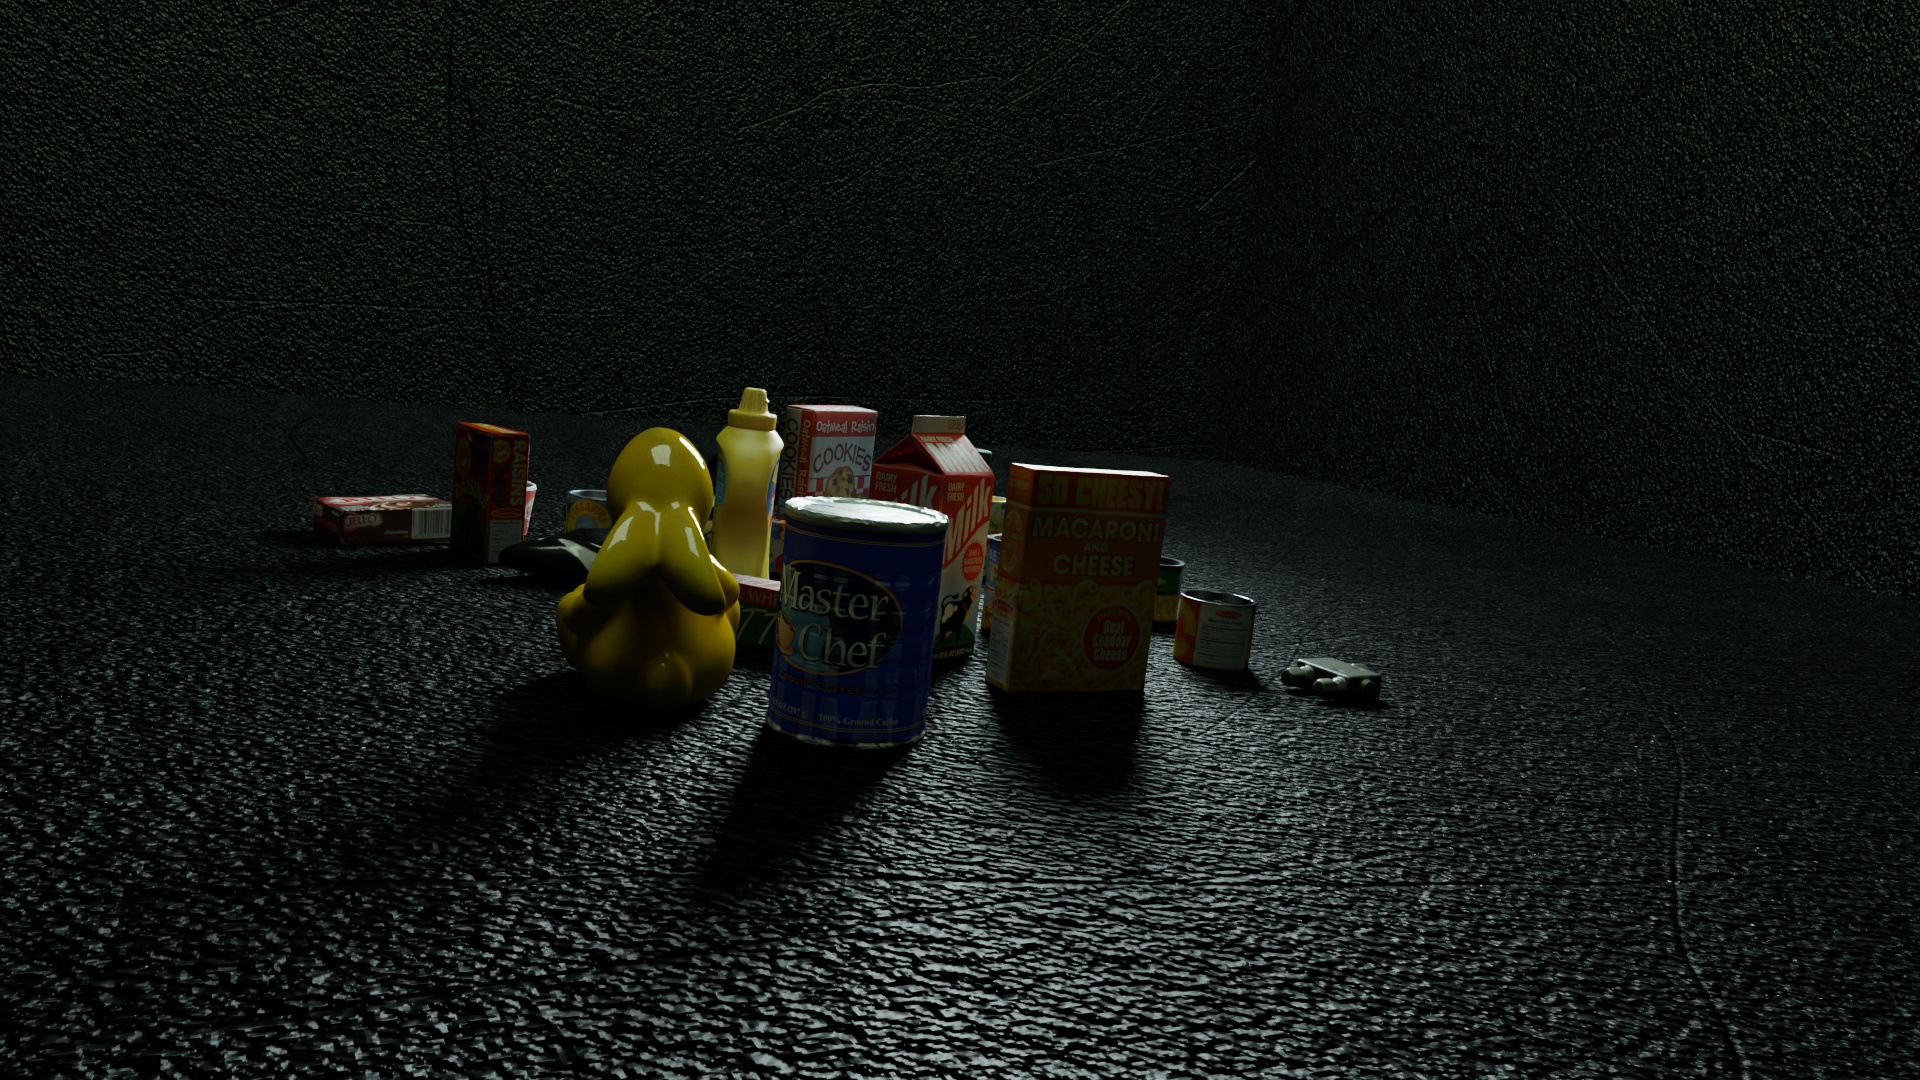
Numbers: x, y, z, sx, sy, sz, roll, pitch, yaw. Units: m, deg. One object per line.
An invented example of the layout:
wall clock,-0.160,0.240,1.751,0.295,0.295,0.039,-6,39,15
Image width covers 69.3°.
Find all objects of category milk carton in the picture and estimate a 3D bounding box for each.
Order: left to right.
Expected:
milk carton,-0.027,-0.004,1.101,0.073,0.190,0.072,11,9,33

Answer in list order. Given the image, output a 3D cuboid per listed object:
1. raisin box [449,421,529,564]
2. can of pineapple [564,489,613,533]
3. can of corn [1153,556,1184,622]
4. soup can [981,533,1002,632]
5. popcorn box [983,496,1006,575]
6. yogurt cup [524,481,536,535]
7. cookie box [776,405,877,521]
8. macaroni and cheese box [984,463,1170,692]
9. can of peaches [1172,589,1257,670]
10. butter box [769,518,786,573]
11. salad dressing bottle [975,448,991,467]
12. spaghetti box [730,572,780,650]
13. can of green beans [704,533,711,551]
raisin box,-0.444,-0.045,1.307,0.040,0.123,0.086,0,10,-42
can of pineapple,-0.369,-0.019,1.414,0.071,0.057,0.071,6,8,-1
can of corn,0.184,0.046,1.382,0.071,0.058,0.071,6,8,-1
soup can,0.052,0.040,1.235,0.071,0.083,0.071,6,8,-1
popcorn box,-0.002,-0.006,1.510,0.127,0.085,0.038,1,9,-35
yogurt cup,-0.479,-0.034,1.449,0.072,0.054,0.072,6,8,-1
cookie box,-0.146,-0.061,1.492,0.040,0.167,0.123,10,8,27
macaroni and cheese box,0.088,0.029,1.045,0.124,0.166,0.040,2,8,-28
can of peaches,0.219,0.076,1.198,0.071,0.058,0.071,6,8,-1
butter box,-0.165,0.009,1.397,0.103,0.053,0.024,8,8,10
salad dressing bottle,0.005,-0.017,1.373,0.044,0.147,0.064,6,7,-2
spaghetti box,-0.152,0.057,1.076,0.250,0.050,0.029,9,8,20
can of green beans,-0.271,-0.021,1.506,0.071,0.057,0.071,6,8,-1
